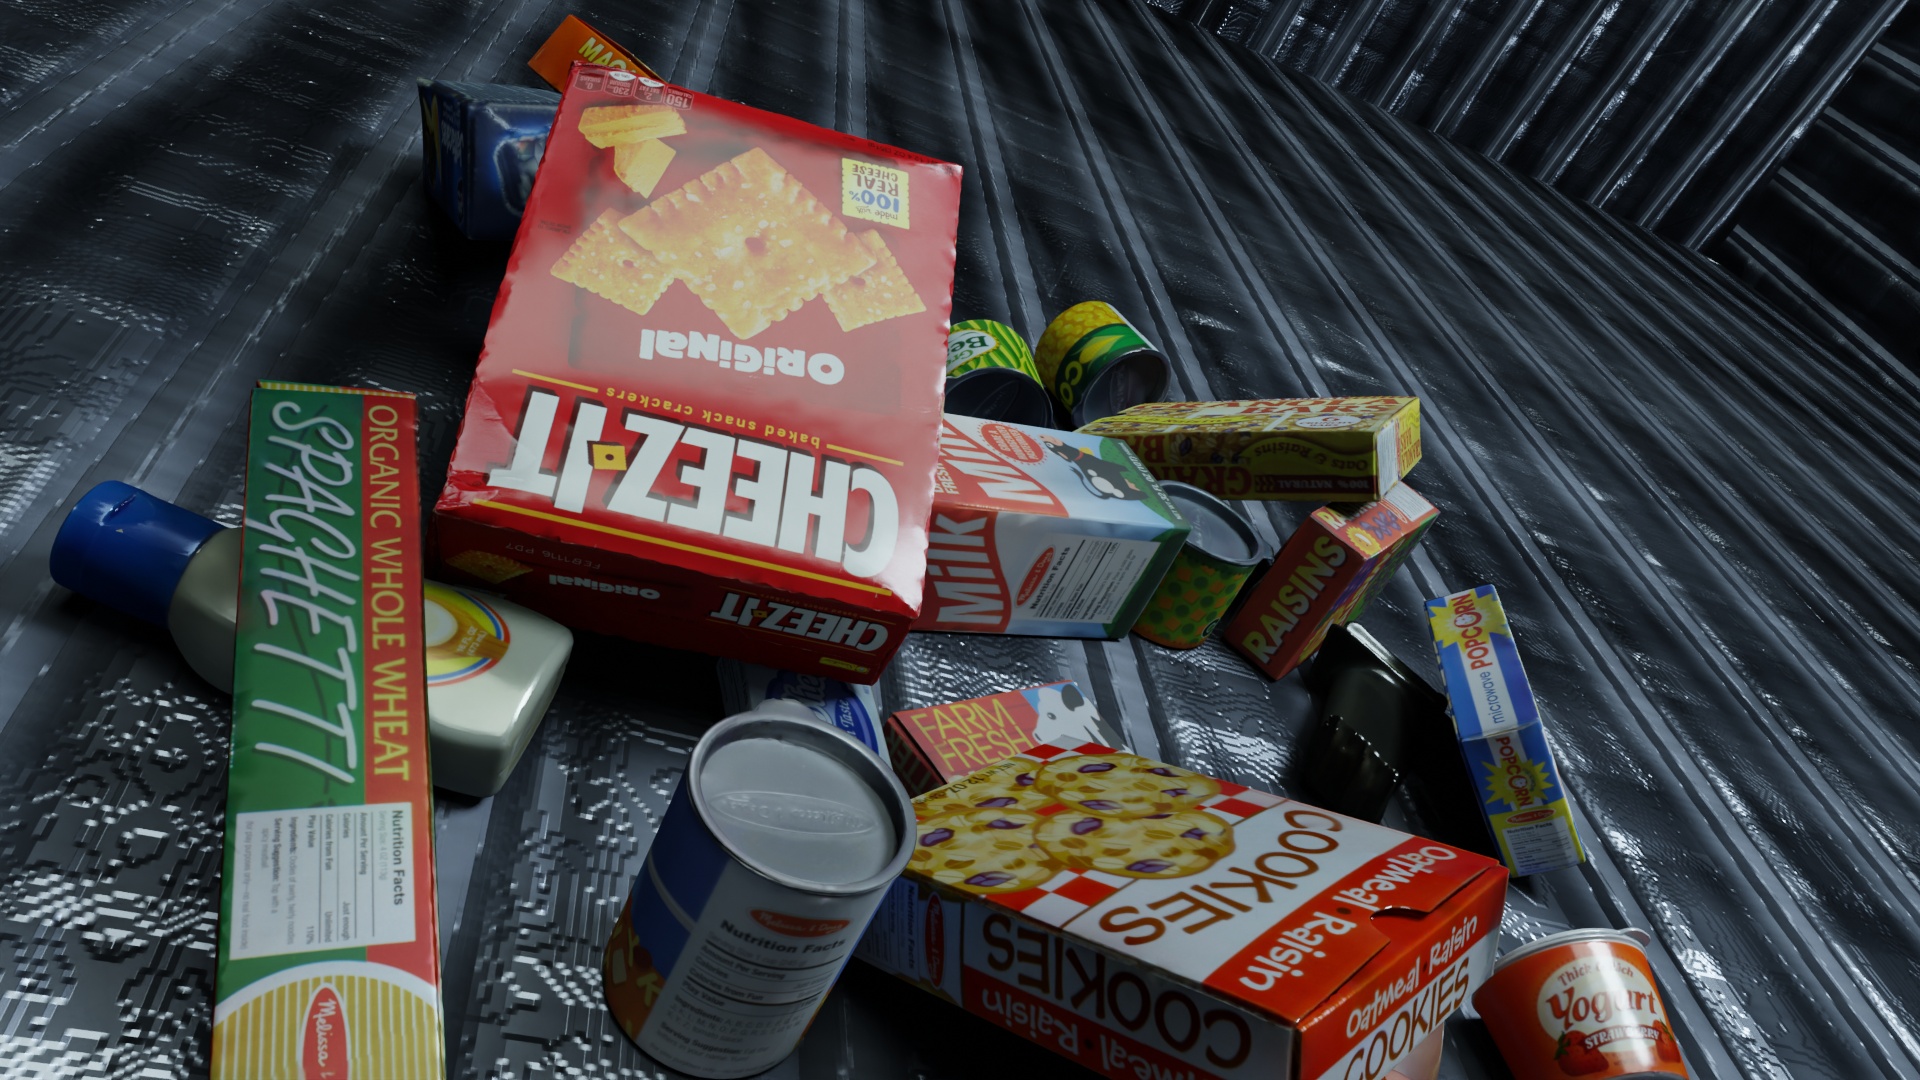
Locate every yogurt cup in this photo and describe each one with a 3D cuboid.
[{"bbox_3d":[0.235,0.187,0.524,0.072,0.072,0.054,15,40,-22],"label":"yogurt cup"}]

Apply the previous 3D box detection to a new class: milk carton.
[{"bbox_3d":[0.002,-0.008,0.628,0.191,0.073,0.072,5,37,-34],"label":"milk carton"}]

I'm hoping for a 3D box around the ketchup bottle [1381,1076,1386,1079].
[{"bbox_3d":[0.098,0.163,0.424,0.065,0.043,0.149,15,13,-22],"label":"ketchup bottle"}]

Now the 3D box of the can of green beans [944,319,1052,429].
[{"bbox_3d":[0.012,-0.078,0.754,0.071,0.071,0.058,16,31,-20],"label":"can of green beans"}]

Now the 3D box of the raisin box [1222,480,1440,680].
[{"bbox_3d":[0.198,0.016,0.738,0.040,0.085,0.124,41,32,19],"label":"raisin box"}]

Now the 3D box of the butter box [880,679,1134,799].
[{"bbox_3d":[0.020,0.086,0.544,0.104,0.024,0.053,-4,43,-43],"label":"butter box"}]

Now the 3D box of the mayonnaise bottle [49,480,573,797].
[{"bbox_3d":[-0.203,0.027,0.437,0.148,0.041,0.065,24,36,-7],"label":"mayonnaise bottle"}]

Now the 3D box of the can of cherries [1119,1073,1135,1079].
[{"bbox_3d":[0.050,0.186,0.374,0.071,0.071,0.058,-2,42,-42],"label":"can of cherries"}]

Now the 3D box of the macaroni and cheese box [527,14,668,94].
[{"bbox_3d":[-0.145,-0.203,0.768,0.124,0.040,0.166,41,1,23],"label":"macaroni and cheese box"}]

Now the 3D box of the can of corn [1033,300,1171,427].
[{"bbox_3d":[0.085,-0.105,0.858,0.071,0.070,0.058,2,38,-38],"label":"can of corn"}]

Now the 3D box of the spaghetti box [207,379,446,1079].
[{"bbox_3d":[-0.170,0.055,0.376,0.050,0.028,0.251,2,50,-26],"label":"spaghetti box"}]

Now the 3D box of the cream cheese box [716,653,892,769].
[{"bbox_3d":[-0.055,0.076,0.500,0.053,0.024,0.104,11,33,-24],"label":"cream cheese box"}]

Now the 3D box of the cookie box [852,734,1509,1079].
[{"bbox_3d":[0.058,0.109,0.421,0.167,0.040,0.123,10,16,41],"label":"cookie box"}]

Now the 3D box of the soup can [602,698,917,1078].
[{"bbox_3d":[-0.059,0.099,0.398,0.071,0.083,0.072,21,30,-13],"label":"soup can"}]

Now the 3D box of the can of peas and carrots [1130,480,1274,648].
[{"bbox_3d":[0.112,0.013,0.700,0.071,0.058,0.071,21,30,-13],"label":"can of peas and carrots"}]

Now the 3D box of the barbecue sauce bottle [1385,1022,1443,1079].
[{"bbox_3d":[0.142,0.170,0.493,0.065,0.043,0.149,30,30,-4],"label":"barbecue sauce bottle"}]

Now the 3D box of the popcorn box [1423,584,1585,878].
[{"bbox_3d":[0.264,0.090,0.680,0.085,0.038,0.127,63,21,-21],"label":"popcorn box"}]

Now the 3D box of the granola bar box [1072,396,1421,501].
[{"bbox_3d":[0.159,-0.052,0.766,0.165,0.039,0.124,1,13,27],"label":"granola bar box"}]
